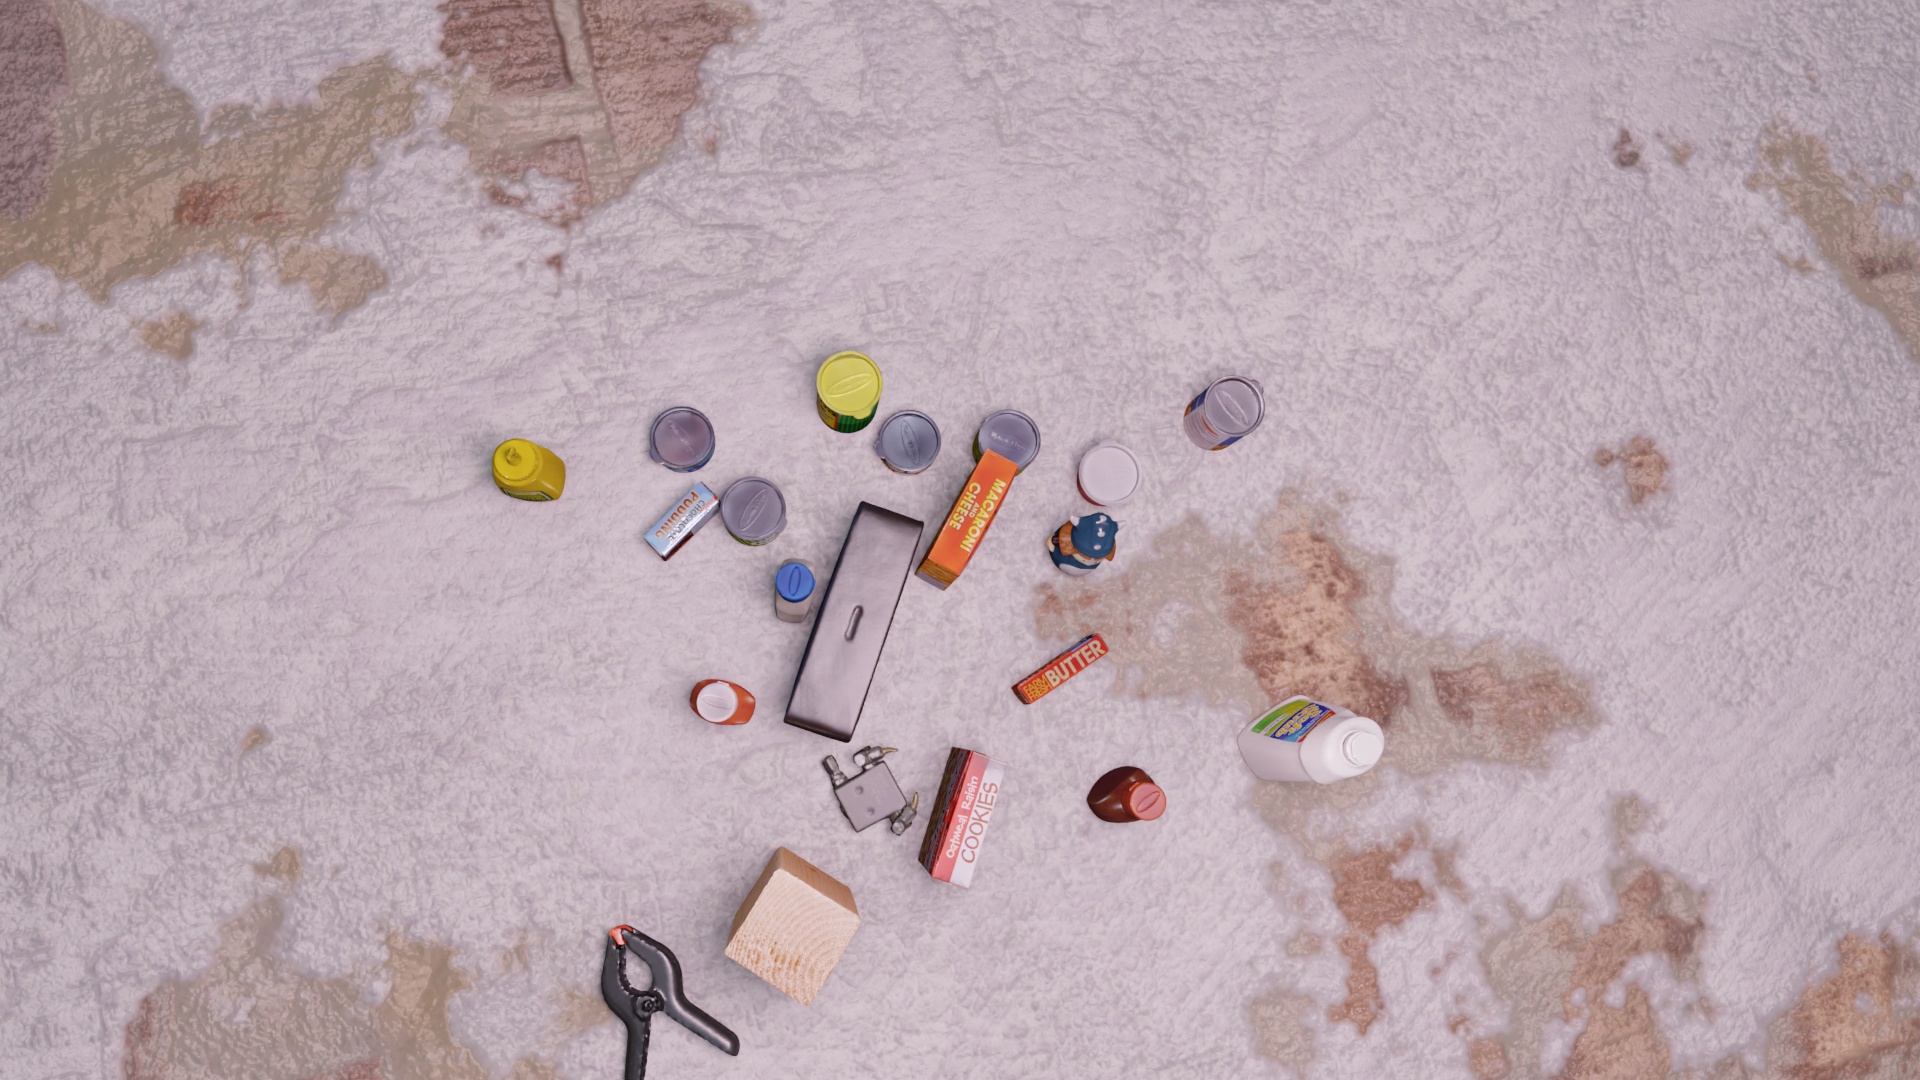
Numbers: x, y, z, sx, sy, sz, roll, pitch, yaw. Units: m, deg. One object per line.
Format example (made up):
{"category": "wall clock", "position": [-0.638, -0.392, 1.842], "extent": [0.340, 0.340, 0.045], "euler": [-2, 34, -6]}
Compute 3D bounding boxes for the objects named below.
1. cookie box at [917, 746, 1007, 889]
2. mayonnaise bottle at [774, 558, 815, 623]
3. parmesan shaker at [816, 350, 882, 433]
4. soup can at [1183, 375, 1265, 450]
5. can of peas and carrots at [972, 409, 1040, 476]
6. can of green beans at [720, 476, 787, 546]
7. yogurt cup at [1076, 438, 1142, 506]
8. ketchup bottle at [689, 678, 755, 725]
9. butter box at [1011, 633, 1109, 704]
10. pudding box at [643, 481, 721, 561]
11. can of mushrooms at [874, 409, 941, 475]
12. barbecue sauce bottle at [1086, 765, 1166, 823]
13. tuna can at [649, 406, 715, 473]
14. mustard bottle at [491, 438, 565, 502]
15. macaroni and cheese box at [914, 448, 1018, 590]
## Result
{"category": "cookie box", "position": [-0.001, 0.267, 1.363], "extent": [0.040, 0.167, 0.123], "euler": [18, 81, -4]}
{"category": "mayonnaise bottle", "position": [-0.165, 0.047, 1.383], "extent": [0.041, 0.148, 0.065], "euler": [9, 82, -5]}
{"category": "parmesan shaker", "position": [-0.115, -0.149, 1.438], "extent": [0.071, 0.103, 0.071], "euler": [1, 83, -6]}
{"category": "soup can", "position": [0.284, -0.137, 1.494], "extent": [0.071, 0.083, 0.071], "euler": [1, 83, -7]}
{"category": "can of peas and carrots", "position": [0.047, -0.099, 1.473], "extent": [0.071, 0.058, 0.071], "euler": [1, 83, -7]}
{"category": "can of green beans", "position": [-0.213, -0.029, 1.433], "extent": [0.071, 0.057, 0.071], "euler": [1, 83, -7]}
{"category": "yogurt cup", "position": [0.156, -0.067, 1.484], "extent": [0.072, 0.054, 0.072], "euler": [1, 82, -7]}
{"category": "ketchup bottle", "position": [-0.235, 0.158, 1.359], "extent": [0.065, 0.148, 0.043], "euler": [17, 81, -4]}
{"category": "butter box", "position": [0.104, 0.135, 1.451], "extent": [0.104, 0.053, 0.024], "euler": [-33, 88, -10]}
{"category": "pudding box", "position": [-0.285, -0.019, 1.428], "extent": [0.030, 0.049, 0.084], "euler": [44, 80, 0]}
{"category": "can of mushrooms", "position": [-0.057, -0.103, 1.474], "extent": [0.071, 0.033, 0.071], "euler": [1, 82, -7]}
{"category": "barbecue sauce bottle", "position": [0.170, 0.257, 1.394], "extent": [0.065, 0.148, 0.043], "euler": [-38, 88, -10]}
{"category": "tuna can", "position": [-0.291, -0.103, 1.447], "extent": [0.071, 0.033, 0.071], "euler": [1, 82, -7]}
{"category": "mustard bottle", "position": [-0.429, -0.071, 1.362], "extent": [0.065, 0.160, 0.049], "euler": [4, 83, -6]}
{"category": "macaroni and cheese box", "position": [0.005, -0.018, 1.402], "extent": [0.040, 0.166, 0.124], "euler": [29, 80, -2]}
